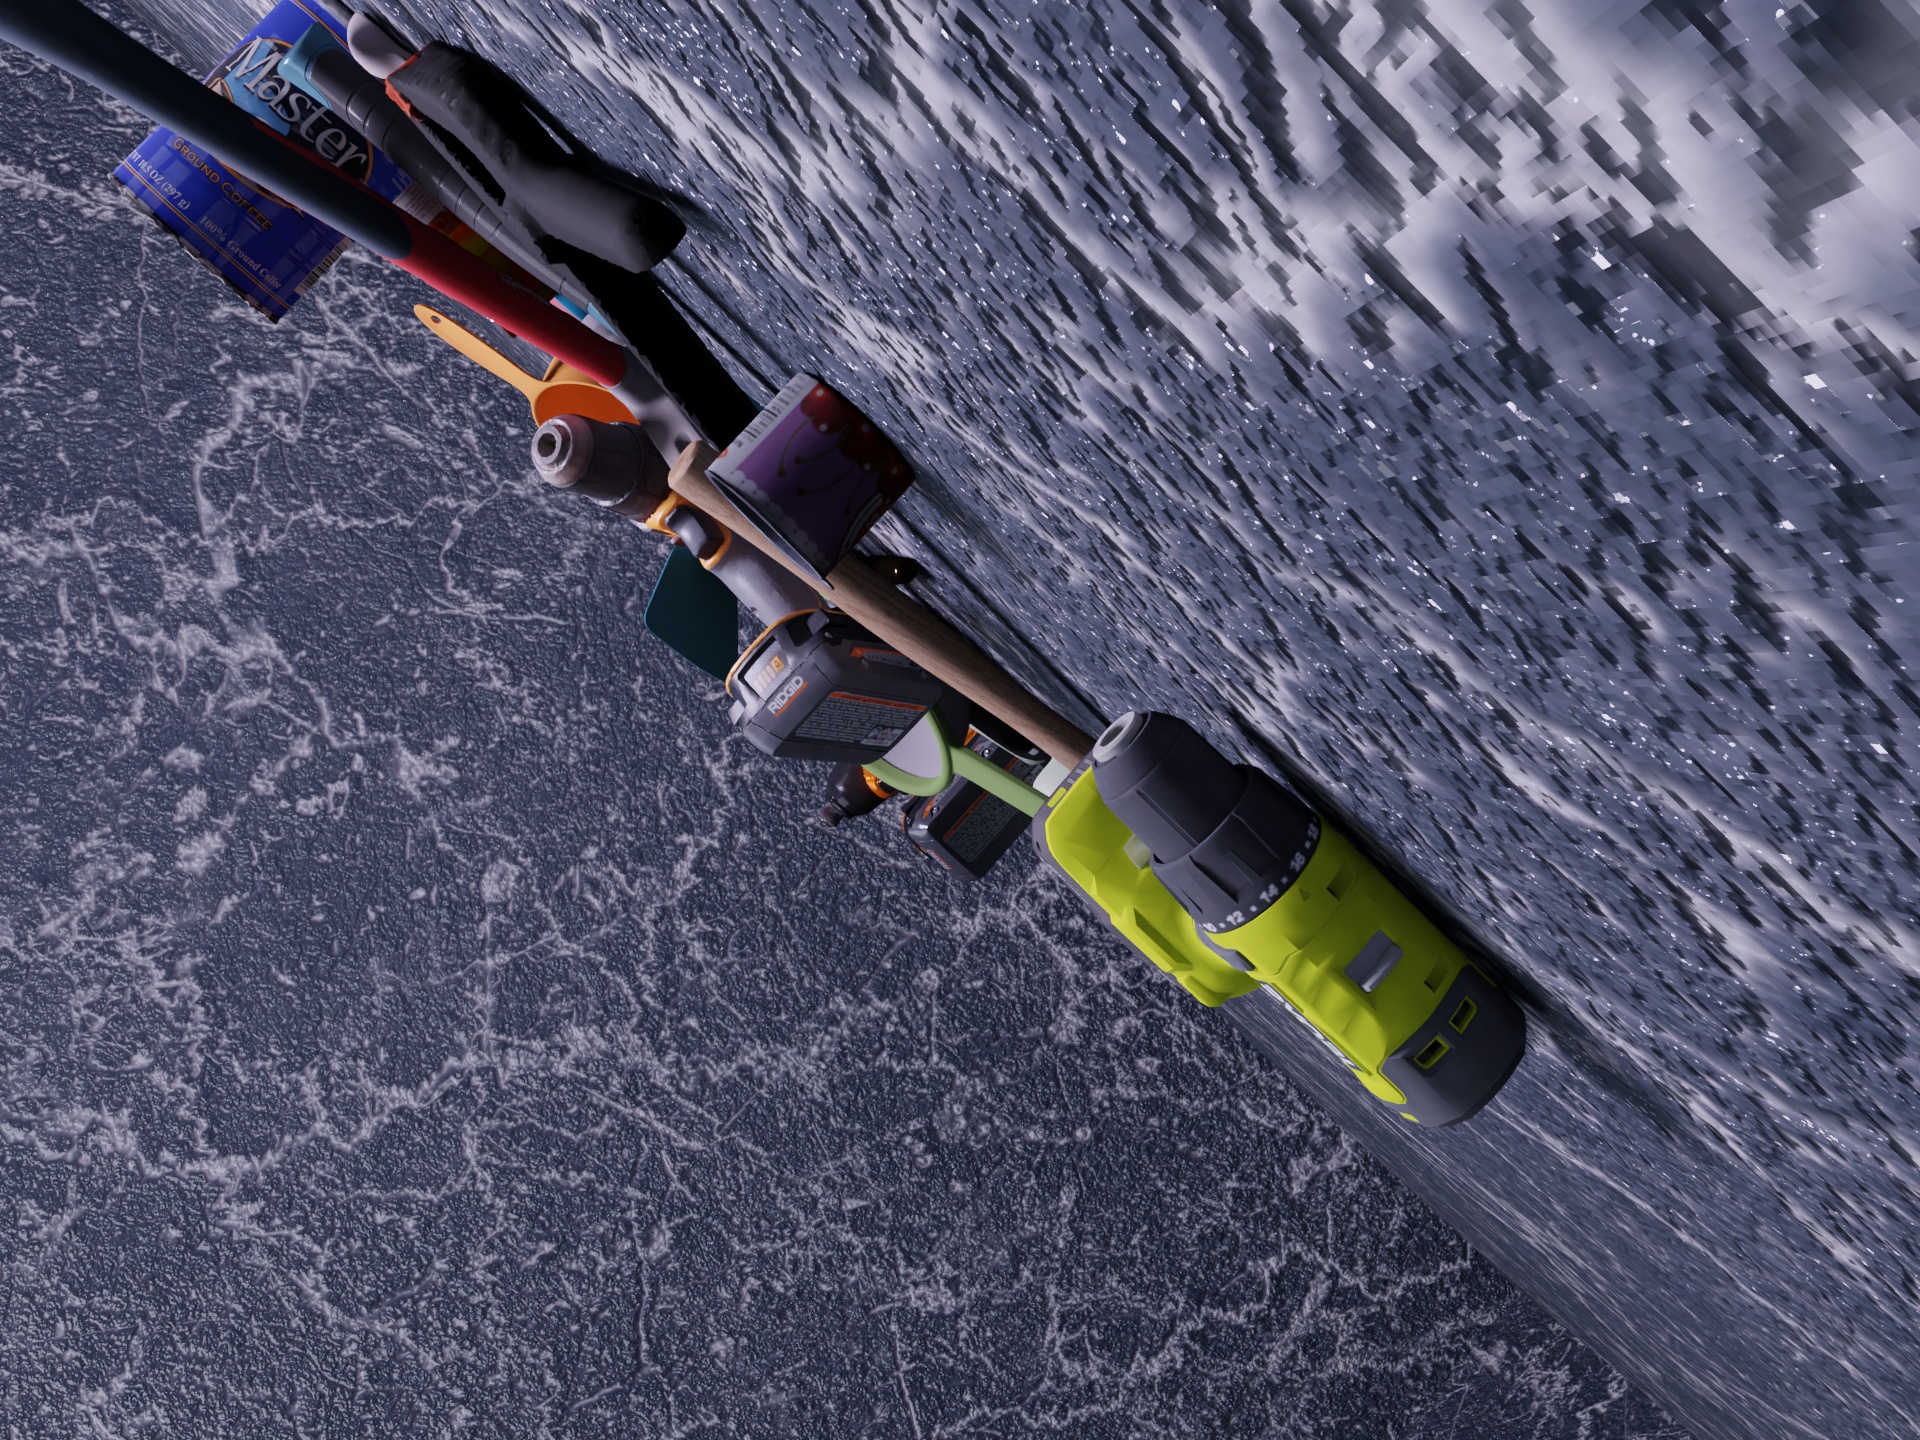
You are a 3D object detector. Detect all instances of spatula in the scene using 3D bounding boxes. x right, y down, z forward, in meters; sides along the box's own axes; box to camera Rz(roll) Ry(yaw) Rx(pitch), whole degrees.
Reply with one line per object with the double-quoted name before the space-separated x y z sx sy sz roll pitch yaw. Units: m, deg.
"spatula" -0.201 -0.150 1.063 0.082 0.044 0.318 37 -163 -44

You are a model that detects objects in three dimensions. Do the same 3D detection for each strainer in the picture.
"strainer" -0.002 -0.003 1.022 0.256 0.069 0.151 31 149 27

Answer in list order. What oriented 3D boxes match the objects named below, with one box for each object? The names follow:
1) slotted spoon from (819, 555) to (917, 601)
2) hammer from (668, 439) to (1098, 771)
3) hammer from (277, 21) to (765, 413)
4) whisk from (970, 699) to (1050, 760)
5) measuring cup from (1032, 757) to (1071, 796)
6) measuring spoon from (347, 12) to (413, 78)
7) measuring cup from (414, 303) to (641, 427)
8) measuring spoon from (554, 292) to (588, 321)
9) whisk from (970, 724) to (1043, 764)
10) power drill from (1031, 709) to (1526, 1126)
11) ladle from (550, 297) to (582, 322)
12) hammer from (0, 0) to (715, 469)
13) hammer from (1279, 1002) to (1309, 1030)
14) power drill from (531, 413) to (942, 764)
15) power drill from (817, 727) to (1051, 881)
"slotted spoon" -0.064 -0.095 1.029 0.070 0.031 0.314 42 175 -13
"hammer" -0.006 -0.032 0.809 0.331 0.031 0.130 36 177 -19
"hammer" -0.180 -0.208 0.745 0.331 0.033 0.128 39 177 -6
"whisk" -0.015 -0.022 1.133 0.073 0.073 0.296 45 171 -33
"measuring cup" 0.091 0.066 1.145 0.083 0.038 0.167 43 179 -5
"measuring spoon" -0.248 -0.292 0.738 0.124 0.018 0.034 40 176 25
"measuring cup" -0.258 -0.226 1.007 0.173 0.052 0.095 32 147 -26
"measuring spoon" -0.186 -0.223 0.959 0.128 0.021 0.042 34 -171 -32
"whisk" -0.001 -0.015 1.219 0.059 0.057 0.247 4 -164 -31
"power drill" 0.107 0.065 0.661 0.190 0.080 0.228 43 174 -10
"ladle" -0.182 -0.198 1.116 0.315 0.031 0.069 43 177 -39
"hammer" -0.267 -0.224 0.740 0.386 0.038 0.143 25 -157 -52
"hammer" 0.191 0.142 1.010 0.146 0.035 0.334 40 176 29
"power drill" -0.130 -0.084 0.898 0.226 0.084 0.185 53 -159 24
"power drill" -0.030 0.049 1.309 0.084 0.164 0.227 45 174 -29
